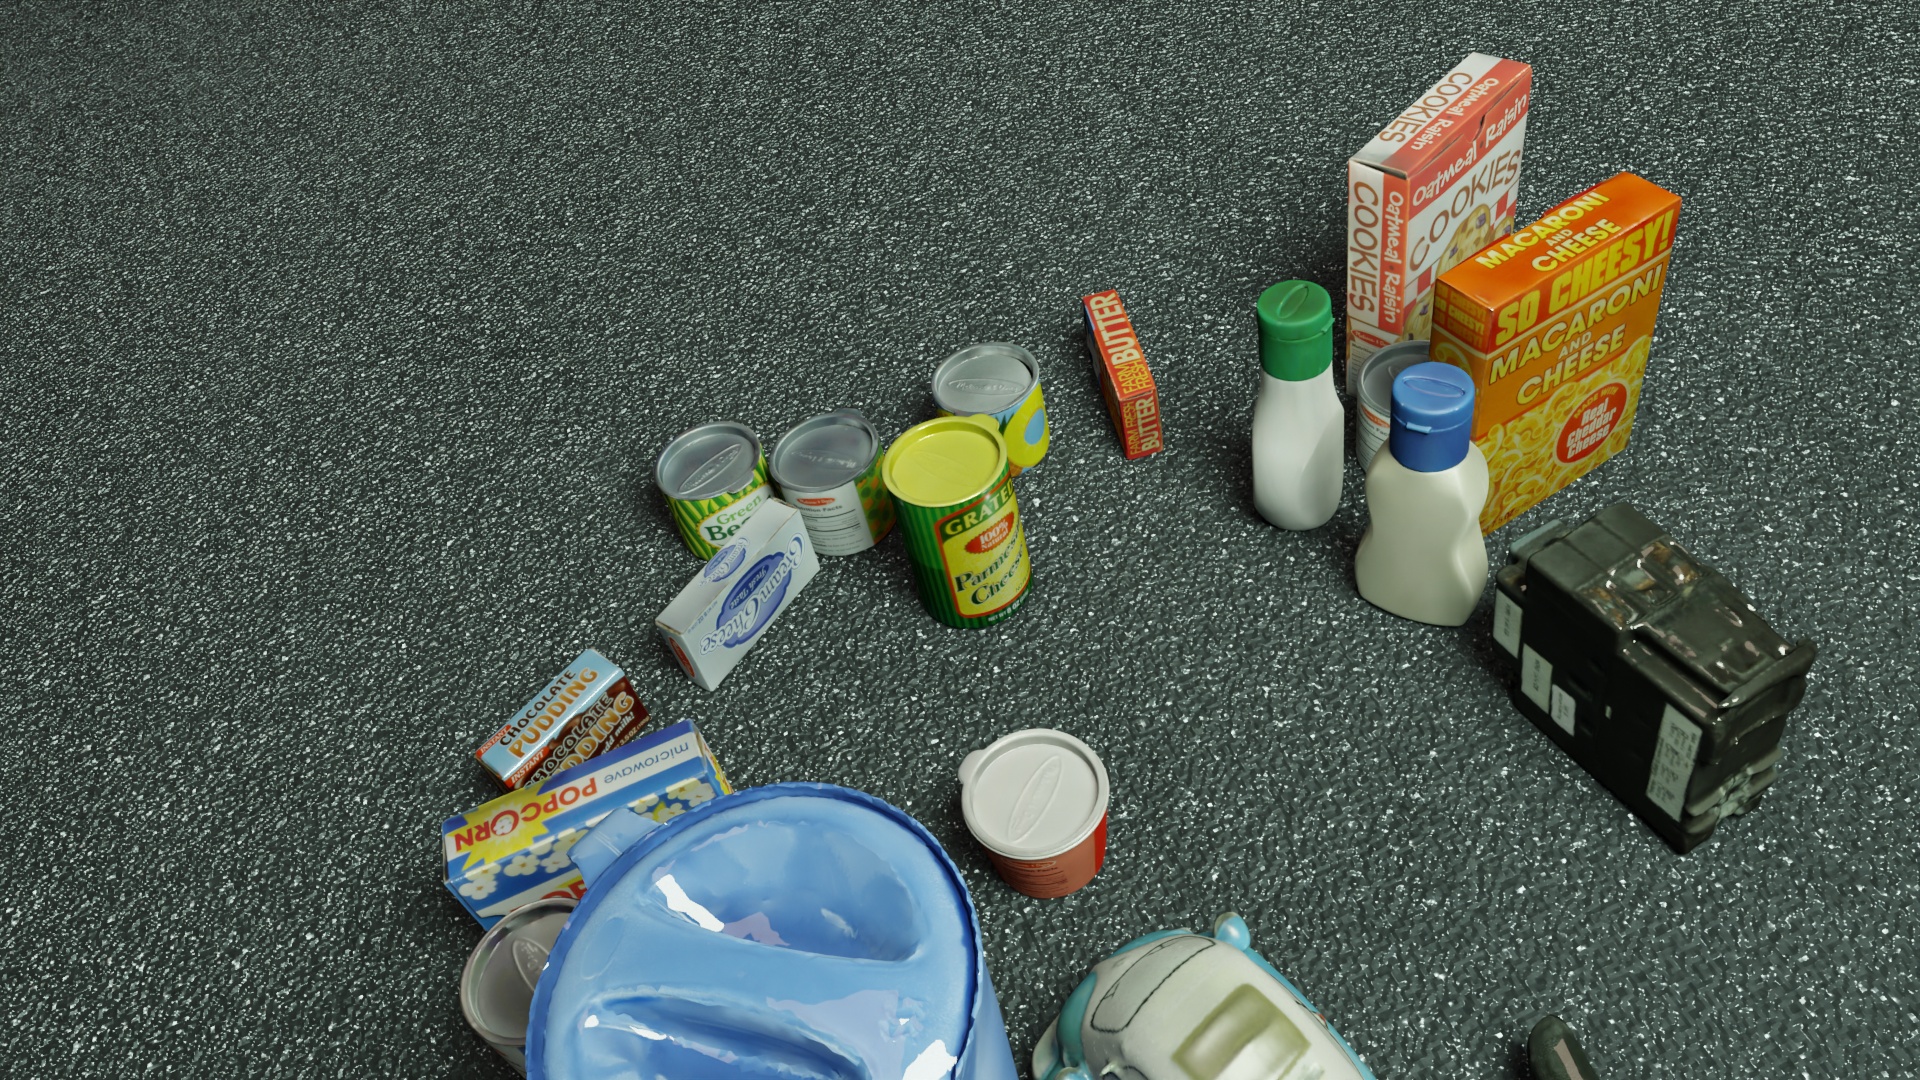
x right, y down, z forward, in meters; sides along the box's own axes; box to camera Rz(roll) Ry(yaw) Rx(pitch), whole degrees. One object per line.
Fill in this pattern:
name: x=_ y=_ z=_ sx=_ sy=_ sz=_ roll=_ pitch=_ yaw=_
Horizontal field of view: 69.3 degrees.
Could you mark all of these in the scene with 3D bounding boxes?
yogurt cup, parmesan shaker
yogurt cup: x=0.038 y=0.131 z=0.650 sx=0.072 sy=0.053 sz=0.073 roll=-7 pitch=46 yaw=8
parmesan shaker: x=0.003 y=-0.009 z=0.756 sx=0.071 sy=0.102 sz=0.072 roll=-7 pitch=46 yaw=8

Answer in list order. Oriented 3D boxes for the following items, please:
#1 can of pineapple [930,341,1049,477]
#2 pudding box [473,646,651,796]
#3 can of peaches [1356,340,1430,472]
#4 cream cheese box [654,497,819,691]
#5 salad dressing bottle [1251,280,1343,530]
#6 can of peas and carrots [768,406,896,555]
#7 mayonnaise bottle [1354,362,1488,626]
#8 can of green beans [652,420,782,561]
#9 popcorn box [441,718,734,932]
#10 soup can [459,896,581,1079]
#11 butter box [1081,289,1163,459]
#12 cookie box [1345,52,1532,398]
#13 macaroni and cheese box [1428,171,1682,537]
can of pineapple: x=0.018 y=-0.077 z=0.848 sx=0.071 sy=0.057 sz=0.071 roll=-7 pitch=46 yaw=8
pudding box: x=-0.211 y=0.103 z=0.741 sx=0.030 sy=0.049 sz=0.084 roll=26 pitch=58 yaw=33
can of peaches: x=0.258 y=-0.070 z=0.781 sx=0.071 sy=0.057 sz=0.071 roll=-7 pitch=46 yaw=8
cream cheese box: x=-0.124 y=0.030 z=0.785 sx=0.024 sy=0.053 sz=0.104 roll=20 pitch=55 yaw=29
salad dressing bottle: x=0.178 y=-0.069 z=0.738 sx=0.044 sy=0.147 sz=0.064 roll=22 pitch=56 yaw=30
can of peas and carrots: x=-0.074 y=-0.035 z=0.830 sx=0.071 sy=0.058 sz=0.071 roll=-7 pitch=46 yaw=8
mayonnaise bottle: x=0.227 y=-0.020 z=0.679 sx=0.065 sy=0.147 sz=0.041 roll=18 pitch=55 yaw=28
can of green beans: x=-0.145 y=-0.029 z=0.843 sx=0.071 sy=0.057 sz=0.071 roll=-7 pitch=46 yaw=8
popcorn box: x=-0.170 y=0.146 z=0.666 sx=0.127 sy=0.084 sz=0.038 roll=-22 pitch=46 yaw=-7
soup can: x=-0.168 y=0.205 z=0.611 sx=0.071 sy=0.083 sz=0.072 roll=-7 pitch=46 yaw=8
butter box: x=0.099 y=-0.103 z=0.854 sx=0.024 sy=0.053 sz=0.104 roll=-14 pitch=46 yaw=1
cookie box: x=0.273 y=-0.174 z=0.798 sx=0.040 sy=0.166 sz=0.123 roll=30 pitch=61 yaw=35
macaroni and cheese box: x=0.296 y=-0.089 z=0.713 sx=0.124 sy=0.165 sz=0.040 roll=-30 pitch=48 yaw=-14
